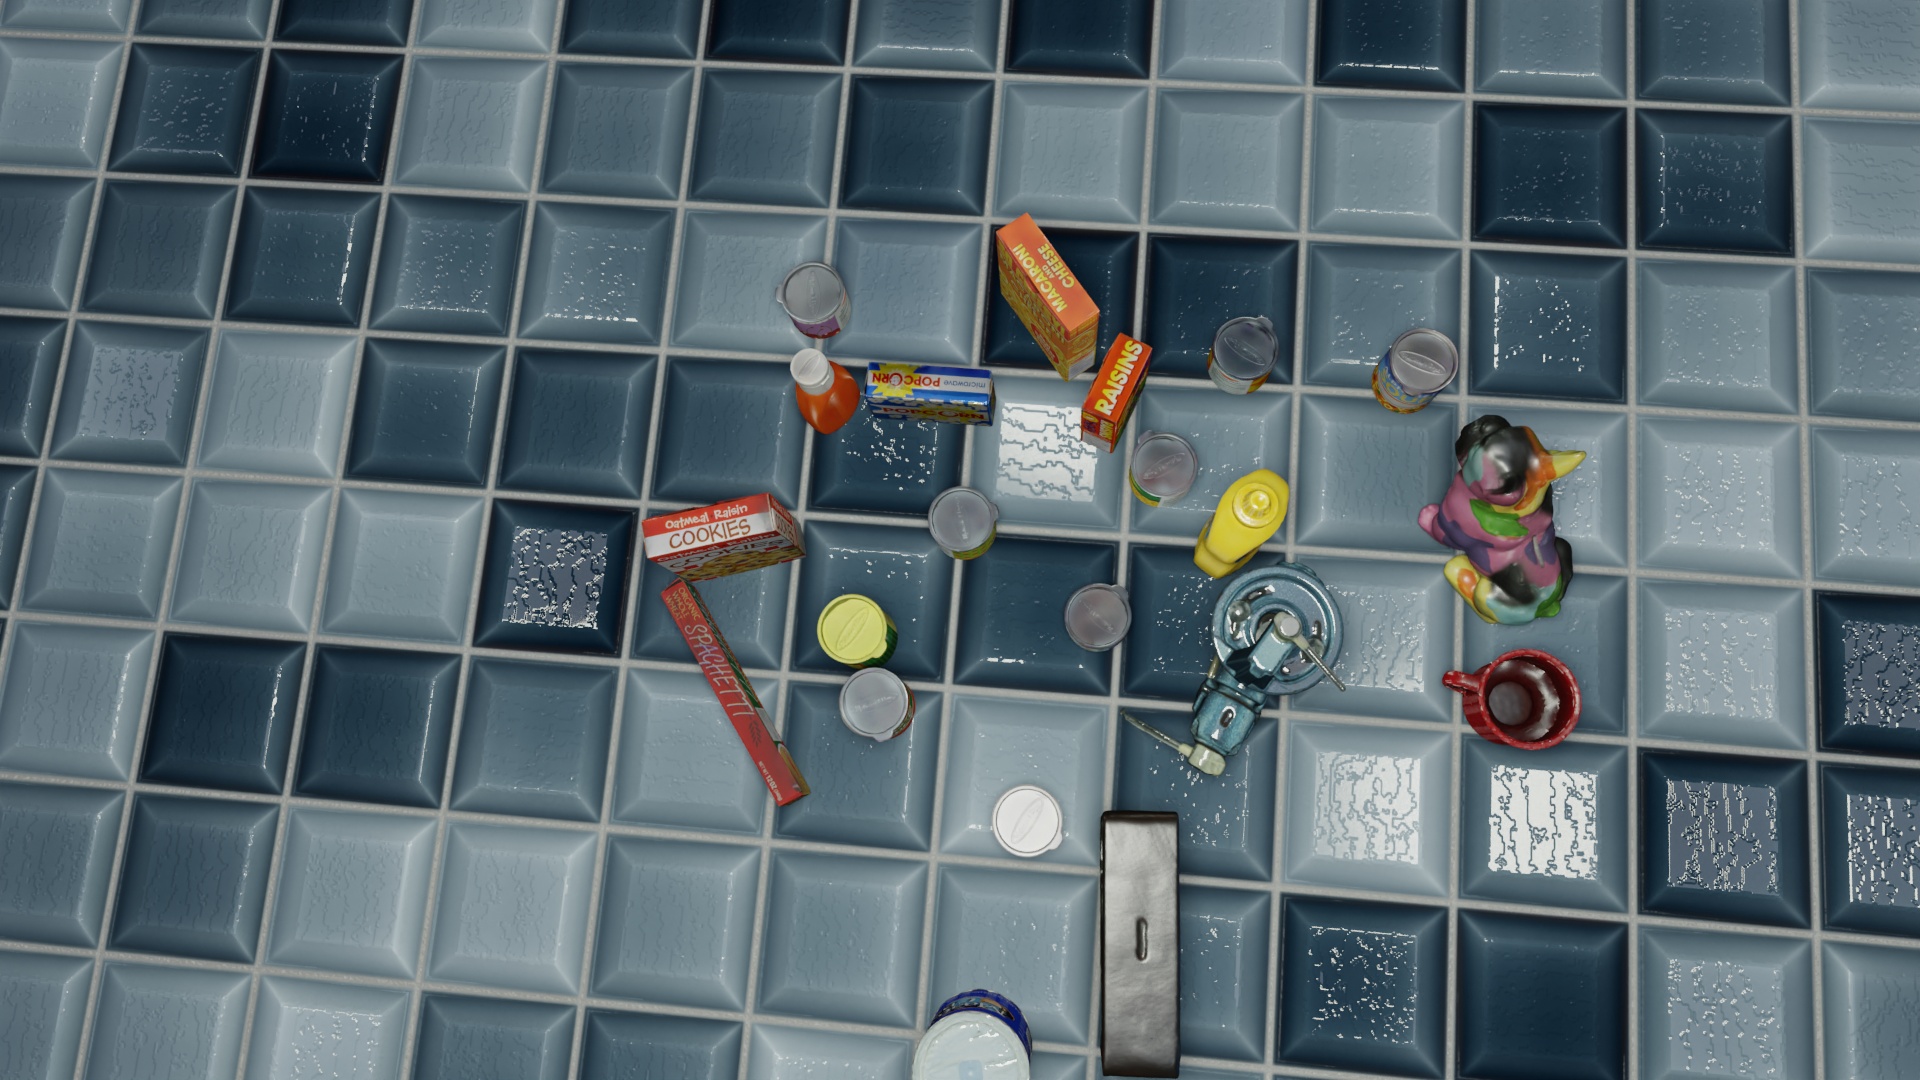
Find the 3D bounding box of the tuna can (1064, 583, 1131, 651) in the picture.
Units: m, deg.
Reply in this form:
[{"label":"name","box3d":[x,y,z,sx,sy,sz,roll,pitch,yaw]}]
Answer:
[{"label":"tuna can","box3d":[0.138,0.075,1.385,0.071,0.033,0.071,-1,80,4]}]

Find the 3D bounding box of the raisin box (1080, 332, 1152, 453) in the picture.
[{"label":"raisin box","box3d":[0.153,-0.144,1.378,0.040,0.123,0.086,26,83,8]}]

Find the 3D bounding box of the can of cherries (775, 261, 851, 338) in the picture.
[{"label":"can of cherries","box3d":[-0.153,-0.250,1.451,0.071,0.058,0.071,-1,80,4]}]

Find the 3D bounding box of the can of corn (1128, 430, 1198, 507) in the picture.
[{"label":"can of corn","box3d":[0.201,-0.072,1.395,0.071,0.058,0.071,-1,80,4]}]

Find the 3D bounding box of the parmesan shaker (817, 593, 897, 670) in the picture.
[{"label":"parmesan shaker","box3d":[-0.097,0.094,1.361,0.071,0.103,0.071,-1,80,4]}]

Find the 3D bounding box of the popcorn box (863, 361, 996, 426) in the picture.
[{"label":"popcorn box","box3d":[-0.029,-0.148,1.410,0.127,0.085,0.038,5,81,5]}]

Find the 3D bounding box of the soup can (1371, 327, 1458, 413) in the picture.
[{"label":"soup can","box3d":[0.449,-0.165,1.382,0.071,0.083,0.071,-1,80,4]}]

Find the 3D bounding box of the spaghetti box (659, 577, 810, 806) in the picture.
[{"label":"spaghetti box","box3d":[-0.225,0.151,1.386,0.029,0.050,0.250,-31,79,-2]}]

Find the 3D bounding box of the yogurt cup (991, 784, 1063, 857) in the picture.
[{"label":"yogurt cup","box3d":[0.065,0.270,1.343,0.072,0.054,0.072,-1,80,4]}]

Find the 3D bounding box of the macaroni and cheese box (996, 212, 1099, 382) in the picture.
[{"label":"macaroni and cheese box","box3d":[0.086,-0.236,1.377,0.040,0.166,0.124,-34,80,-2]}]

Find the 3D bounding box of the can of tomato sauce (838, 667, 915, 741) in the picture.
[{"label":"can of tomato sauce","box3d":[-0.079,0.162,1.357,0.071,0.083,0.071,-1,80,4]}]

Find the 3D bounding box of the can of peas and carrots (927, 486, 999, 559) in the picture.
[{"label":"can of peas and carrots","box3d":[0.005,-0.018,1.397,0.071,0.058,0.071,-1,80,4]}]

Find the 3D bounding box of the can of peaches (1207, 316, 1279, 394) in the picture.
[{"label":"can of peaches","box3d":[0.288,-0.188,1.410,0.071,0.058,0.071,-1,80,4]}]

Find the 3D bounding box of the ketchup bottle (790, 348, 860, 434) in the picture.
[{"label":"ketchup bottle","box3d":[-0.137,-0.152,1.386,0.043,0.148,0.065,37,85,9]}]

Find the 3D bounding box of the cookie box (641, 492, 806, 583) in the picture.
[{"label":"cookie box","box3d":[-0.227,-0.001,1.354,0.123,0.167,0.040,-13,80,2]}]
